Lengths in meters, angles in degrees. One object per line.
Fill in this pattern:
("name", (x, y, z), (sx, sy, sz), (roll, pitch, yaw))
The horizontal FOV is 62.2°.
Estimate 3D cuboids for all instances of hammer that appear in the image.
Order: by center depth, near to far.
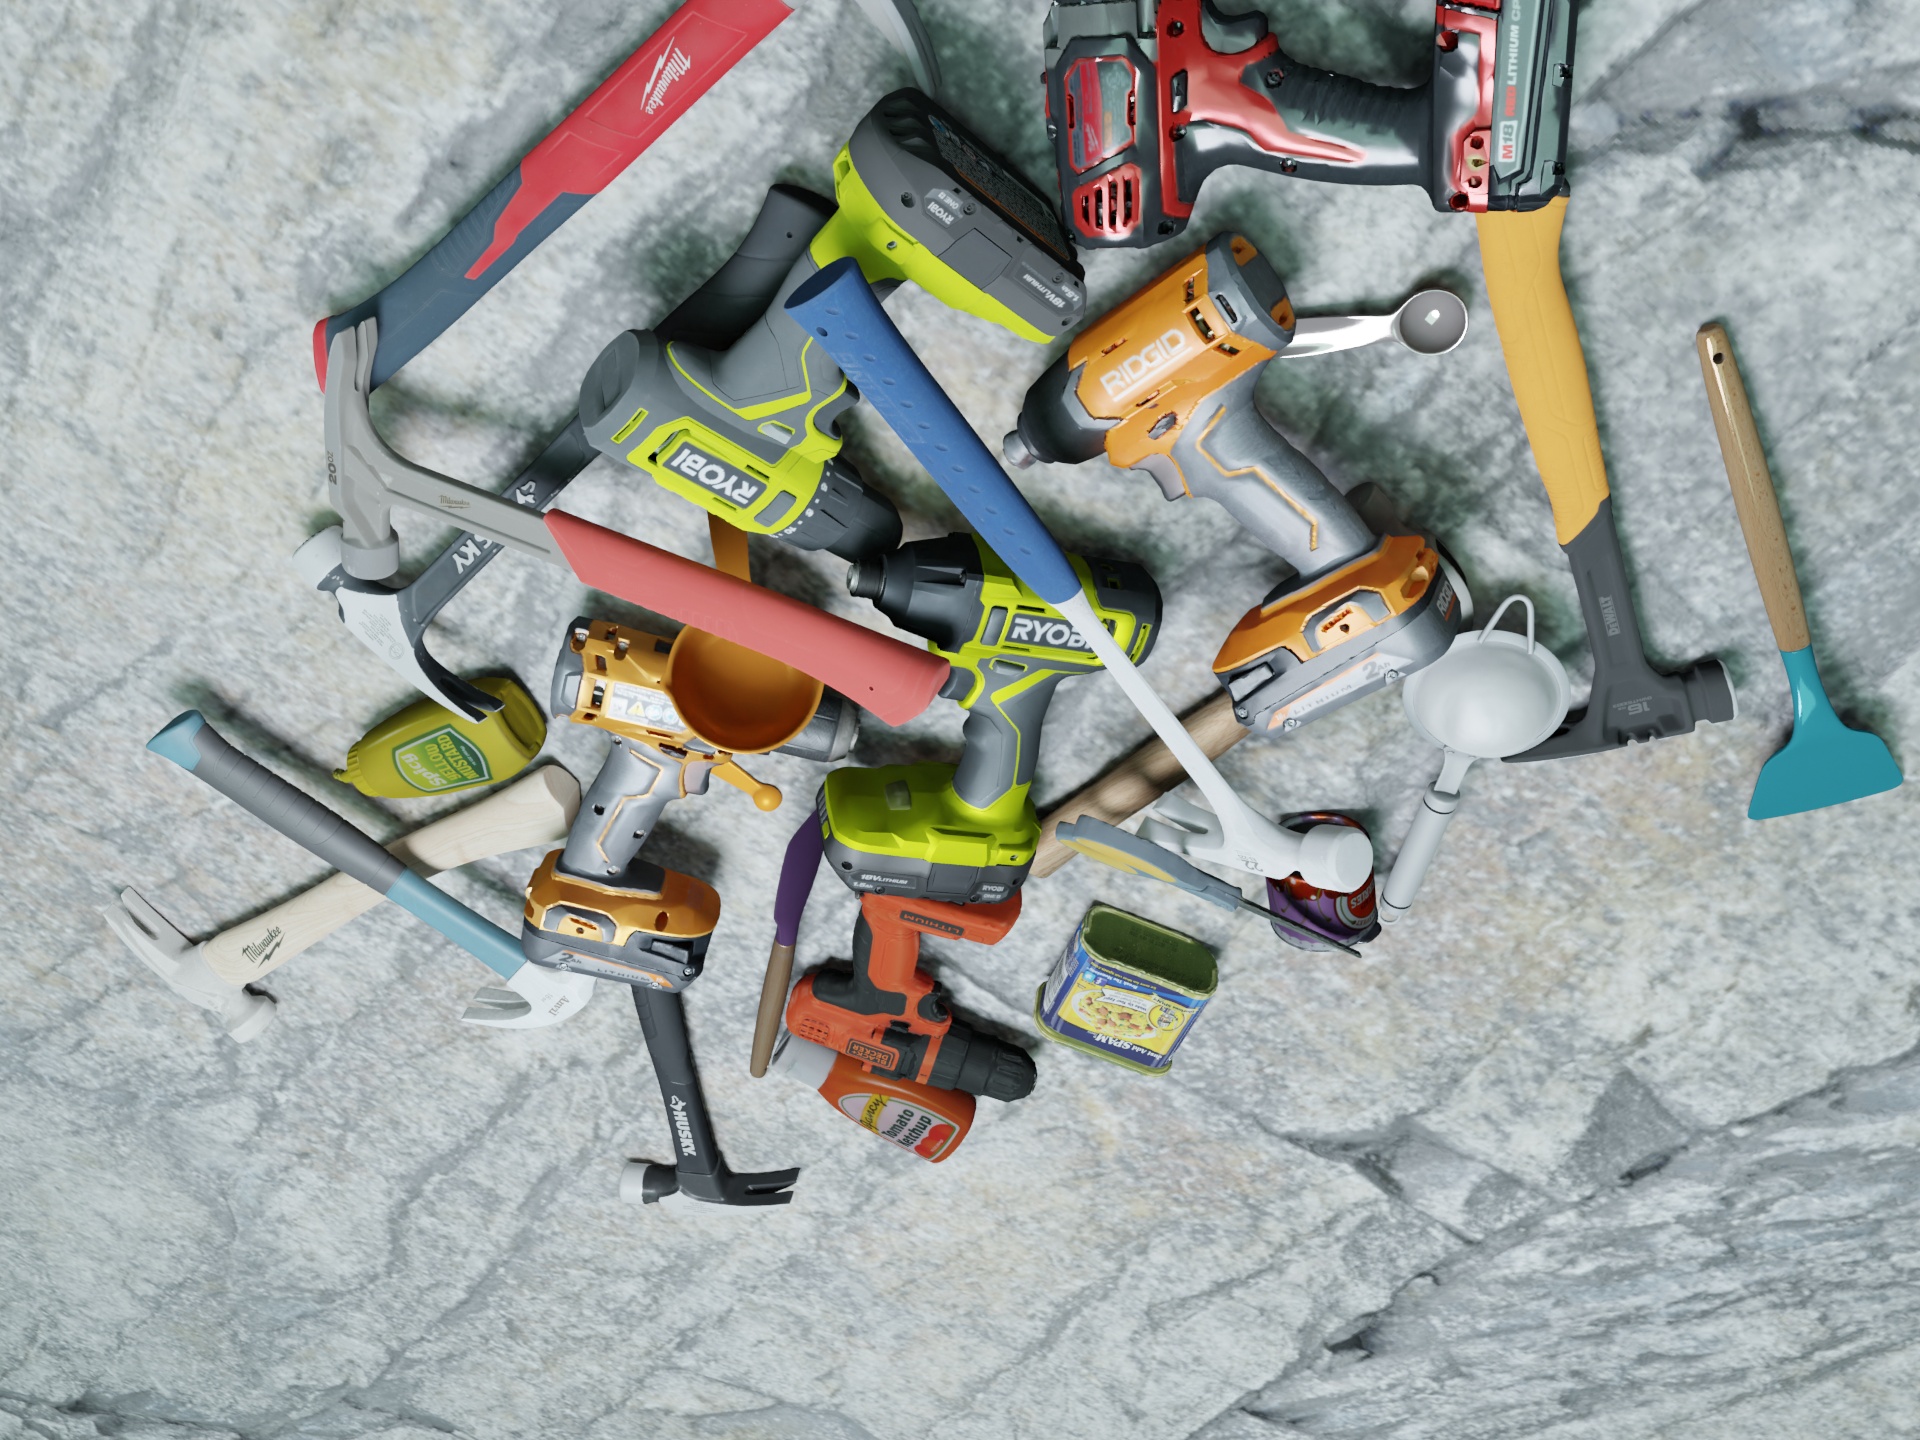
("hammer", (0.052, -0.055, 0.786), (0.144, 0.035, 0.405), (5, 142, 54))
("hammer", (-0.191, -0.263, 0.804), (0.386, 0.038, 0.143), (-30, 117, 28))
("hammer", (0.306, -0.121, 0.814), (0.127, 0.034, 0.336), (-15, 122, 19))
("hammer", (-0.174, -0.088, 0.841), (0.359, 0.037, 0.149), (21, 126, 9))
("hammer", (-0.209, -0.148, 0.881), (0.409, 0.036, 0.149), (-35, 98, 28))
("hammer", (0.155, 0.004, 0.937), (0.130, 0.031, 0.331), (40, 124, -17))
("hammer", (-0.391, 0.099, 1.070), (0.331, 0.033, 0.128), (37, 121, -13))
("hammer", (-0.435, 0.114, 1.131), (0.410, 0.038, 0.146), (-25, 116, 26))
("hammer", (-0.211, 0.256, 1.192), (0.146, 0.035, 0.334), (3, 126, 10))

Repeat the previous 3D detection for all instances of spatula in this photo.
("spatula", (0.429, -0.066, 0.838), (0.082, 0.044, 0.317), (-17, 116, 22))
("spatula", (-0.121, 0.161, 1.086), (0.018, 0.060, 0.315), (29, 138, 12))

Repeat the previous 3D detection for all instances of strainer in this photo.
("strainer", (0.277, 0.040, 0.902), (0.087, 0.050, 0.258), (13, 137, 6))

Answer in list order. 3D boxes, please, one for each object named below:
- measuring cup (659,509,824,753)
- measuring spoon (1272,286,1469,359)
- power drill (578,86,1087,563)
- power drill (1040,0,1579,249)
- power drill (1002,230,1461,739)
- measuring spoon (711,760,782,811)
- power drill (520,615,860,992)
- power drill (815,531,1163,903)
("measuring cup", (-0.129, -0.066, 0.912), (0.095, 0.052, 0.173), (-7, 87, -11))
("measuring spoon", (0.190, -0.197, 0.796), (0.124, 0.018, 0.034), (-1, 126, 20))
("power drill", (-0.050, -0.177, 0.792), (0.190, 0.080, 0.228), (26, 127, -39))
("power drill", (0.143, -0.302, 0.681), (0.227, 0.080, 0.187), (4, 120, 18))
("power drill", (0.132, -0.108, 0.808), (0.164, 0.084, 0.226), (-29, 100, 33))
("measuring spoon", (-0.166, 0.026, 1.027), (0.116, 0.011, 0.021), (34, 125, -15))
("power drill", (-0.174, 0.057, 0.997), (0.185, 0.084, 0.226), (13, 114, -9))
("power drill", (-0.001, -0.003, 0.912), (0.171, 0.080, 0.223), (7, 127, -18))
